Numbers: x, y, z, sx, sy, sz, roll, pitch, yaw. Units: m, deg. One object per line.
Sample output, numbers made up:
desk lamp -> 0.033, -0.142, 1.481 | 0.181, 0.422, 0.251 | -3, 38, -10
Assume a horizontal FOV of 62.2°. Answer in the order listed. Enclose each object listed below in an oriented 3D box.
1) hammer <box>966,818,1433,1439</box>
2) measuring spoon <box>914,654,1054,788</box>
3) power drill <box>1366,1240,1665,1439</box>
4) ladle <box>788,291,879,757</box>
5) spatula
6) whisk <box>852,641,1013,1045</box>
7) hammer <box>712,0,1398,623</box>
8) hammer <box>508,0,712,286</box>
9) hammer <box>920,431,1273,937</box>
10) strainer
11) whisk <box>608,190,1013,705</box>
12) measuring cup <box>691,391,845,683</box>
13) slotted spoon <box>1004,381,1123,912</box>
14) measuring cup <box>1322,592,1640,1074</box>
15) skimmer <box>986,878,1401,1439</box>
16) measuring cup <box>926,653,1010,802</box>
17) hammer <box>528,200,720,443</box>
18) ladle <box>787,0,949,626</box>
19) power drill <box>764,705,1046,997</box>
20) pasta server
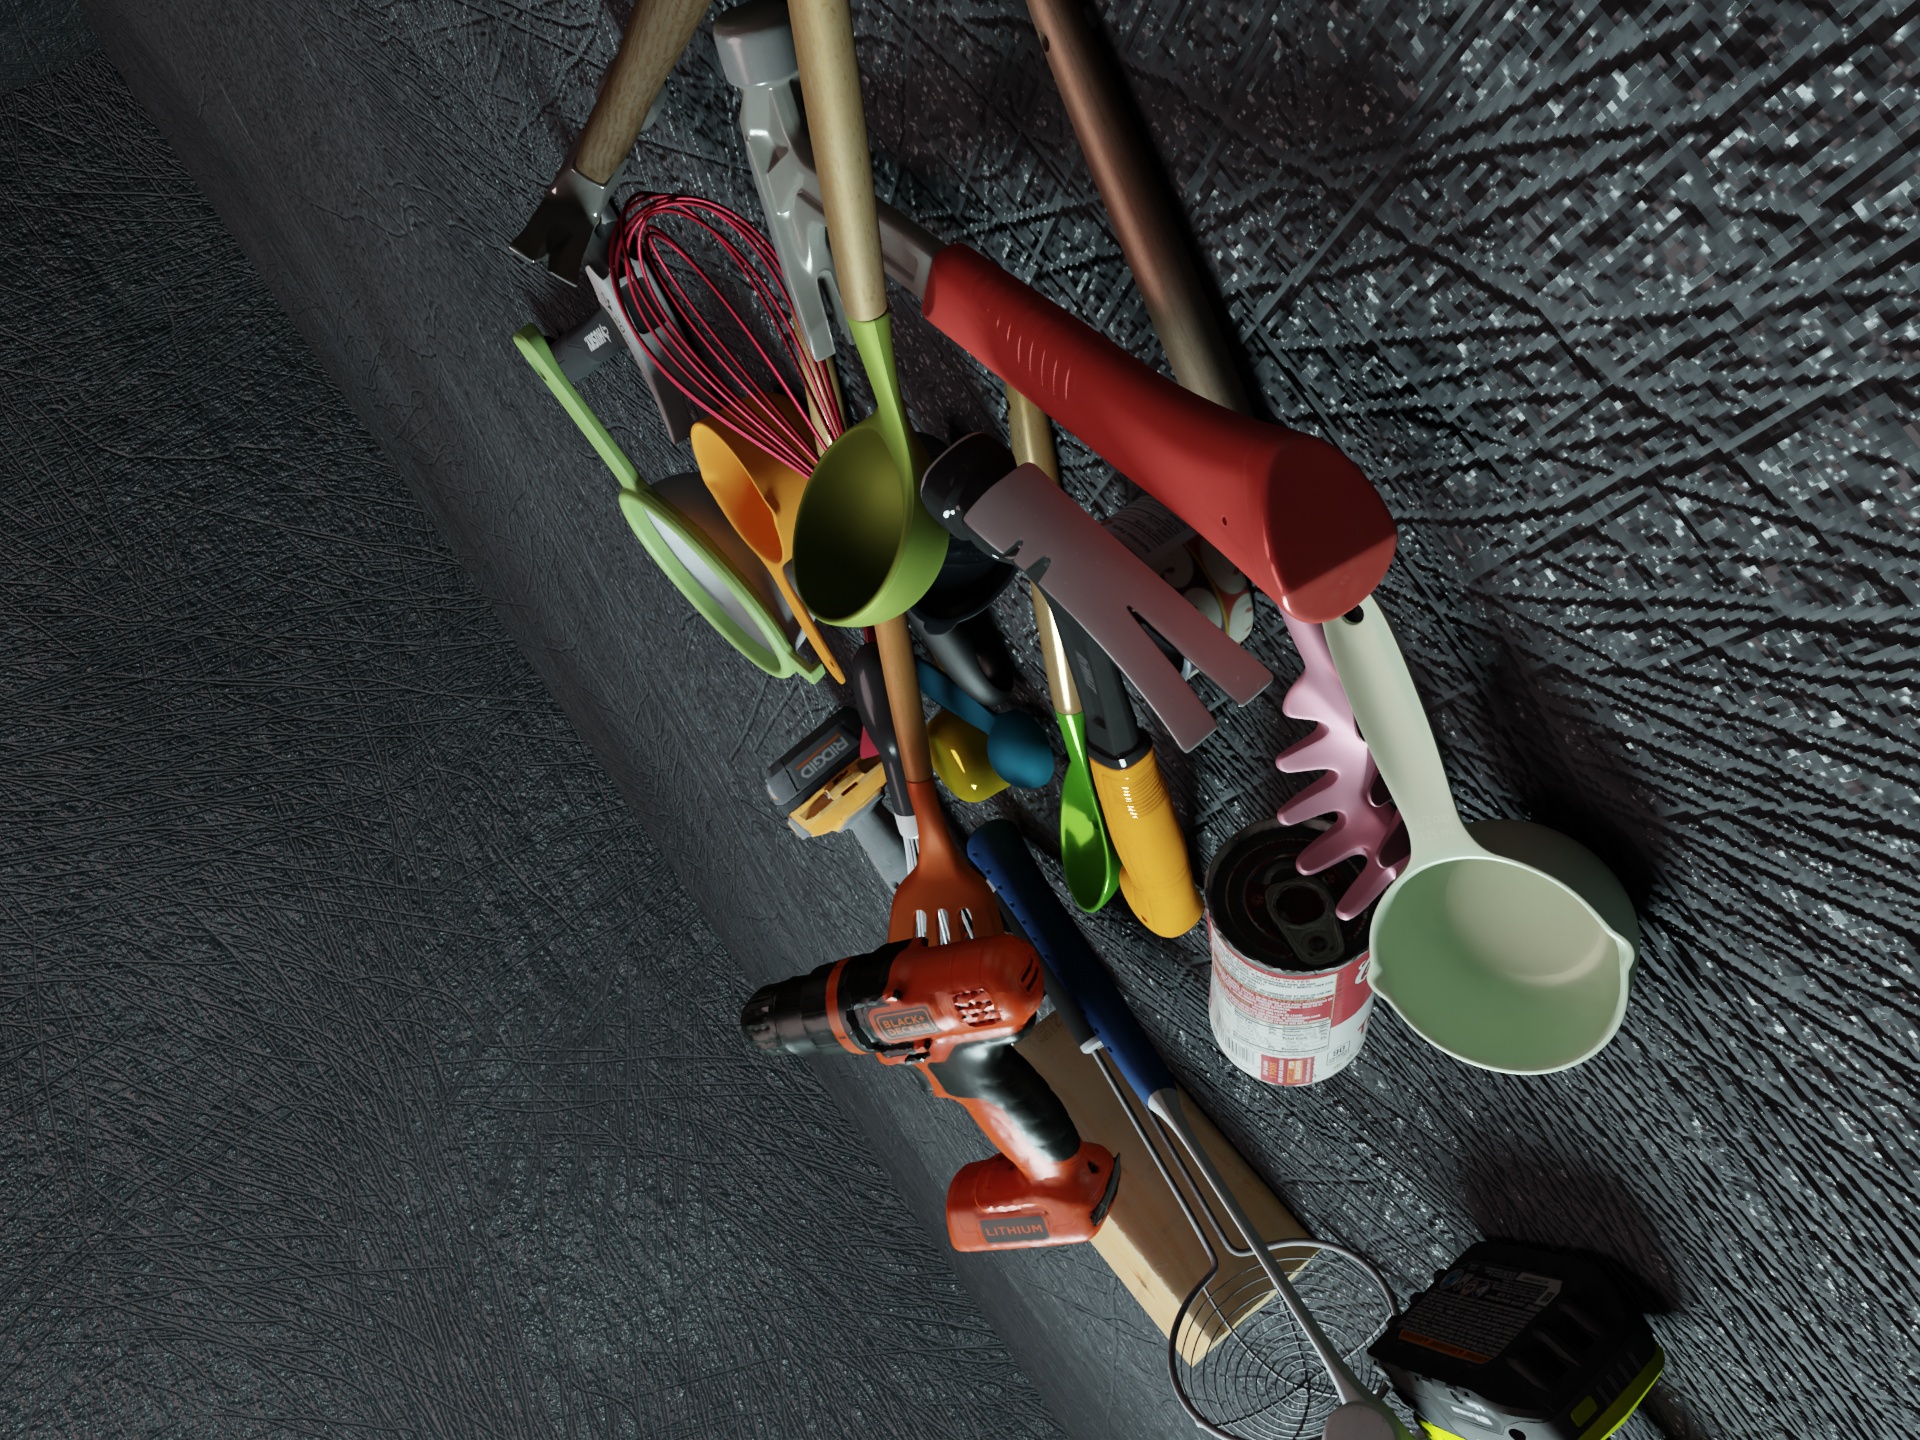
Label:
hammer -> 0.112, 0.207, 0.824 | 0.406, 0.035, 0.143 | 56, -174, 38
measuring spoon -> -0.001, -0.003, 0.831 | 0.129, 0.021, 0.042 | 35, 138, 38
power drill -> 0.285, 0.329, 0.634 | 0.228, 0.080, 0.190 | 51, 164, 4
ladle -> -0.056, -0.094, 0.839 | 0.031, 0.069, 0.315 | 5, 138, 14
spatula -> -0.027, 0.011, 0.829 | 0.041, 0.081, 0.322 | -64, -33, -63
whisk -> -0.017, 0.082, 0.911 | 0.070, 0.070, 0.284 | 30, 140, 55
hammer -> 0.013, -0.126, 0.530 | 0.359, 0.036, 0.149 | 48, 162, 44
hammer -> -0.111, -0.263, 0.594 | 0.031, 0.130, 0.331 | 26, 162, -19
hammer -> 0.070, 0.024, 0.614 | 0.127, 0.034, 0.336 | 45, 172, 27
strainer -> -0.160, -0.140, 0.944 | 0.256, 0.069, 0.152 | 55, 165, -27
whisk -> -0.059, -0.118, 0.740 | 0.295, 0.073, 0.073 | 53, 165, -25
measuring cup -> -0.084, -0.101, 0.879 | 0.095, 0.052, 0.173 | 30, 151, 54
slotted spoon -> 0.047, -0.024, 0.704 | 0.313, 0.031, 0.070 | 77, 174, -45
measuring cup -> 0.150, 0.026, 0.481 | 0.083, 0.038, 0.167 | -18, 101, 39
skimmer -> 0.110, 0.227, 0.897 | 0.364, 0.127, 0.090 | 59, 174, 22
measuring cup -> -0.017, -0.021, 0.878 | 0.062, 0.029, 0.156 | 26, 146, 58
hammer -> -0.245, -0.248, 1.067 | 0.146, 0.035, 0.335 | 61, 162, -16
ladle -> -0.045, -0.149, 0.504 | 0.319, 0.062, 0.078 | 83, 166, -52
power drill -> -0.035, 0.105, 1.080 | 0.226, 0.084, 0.185 | 50, 171, 1
pasta server -> 0.085, -0.071, 0.499 | 0.316, 0.040, 0.060 | 63, 167, -19
